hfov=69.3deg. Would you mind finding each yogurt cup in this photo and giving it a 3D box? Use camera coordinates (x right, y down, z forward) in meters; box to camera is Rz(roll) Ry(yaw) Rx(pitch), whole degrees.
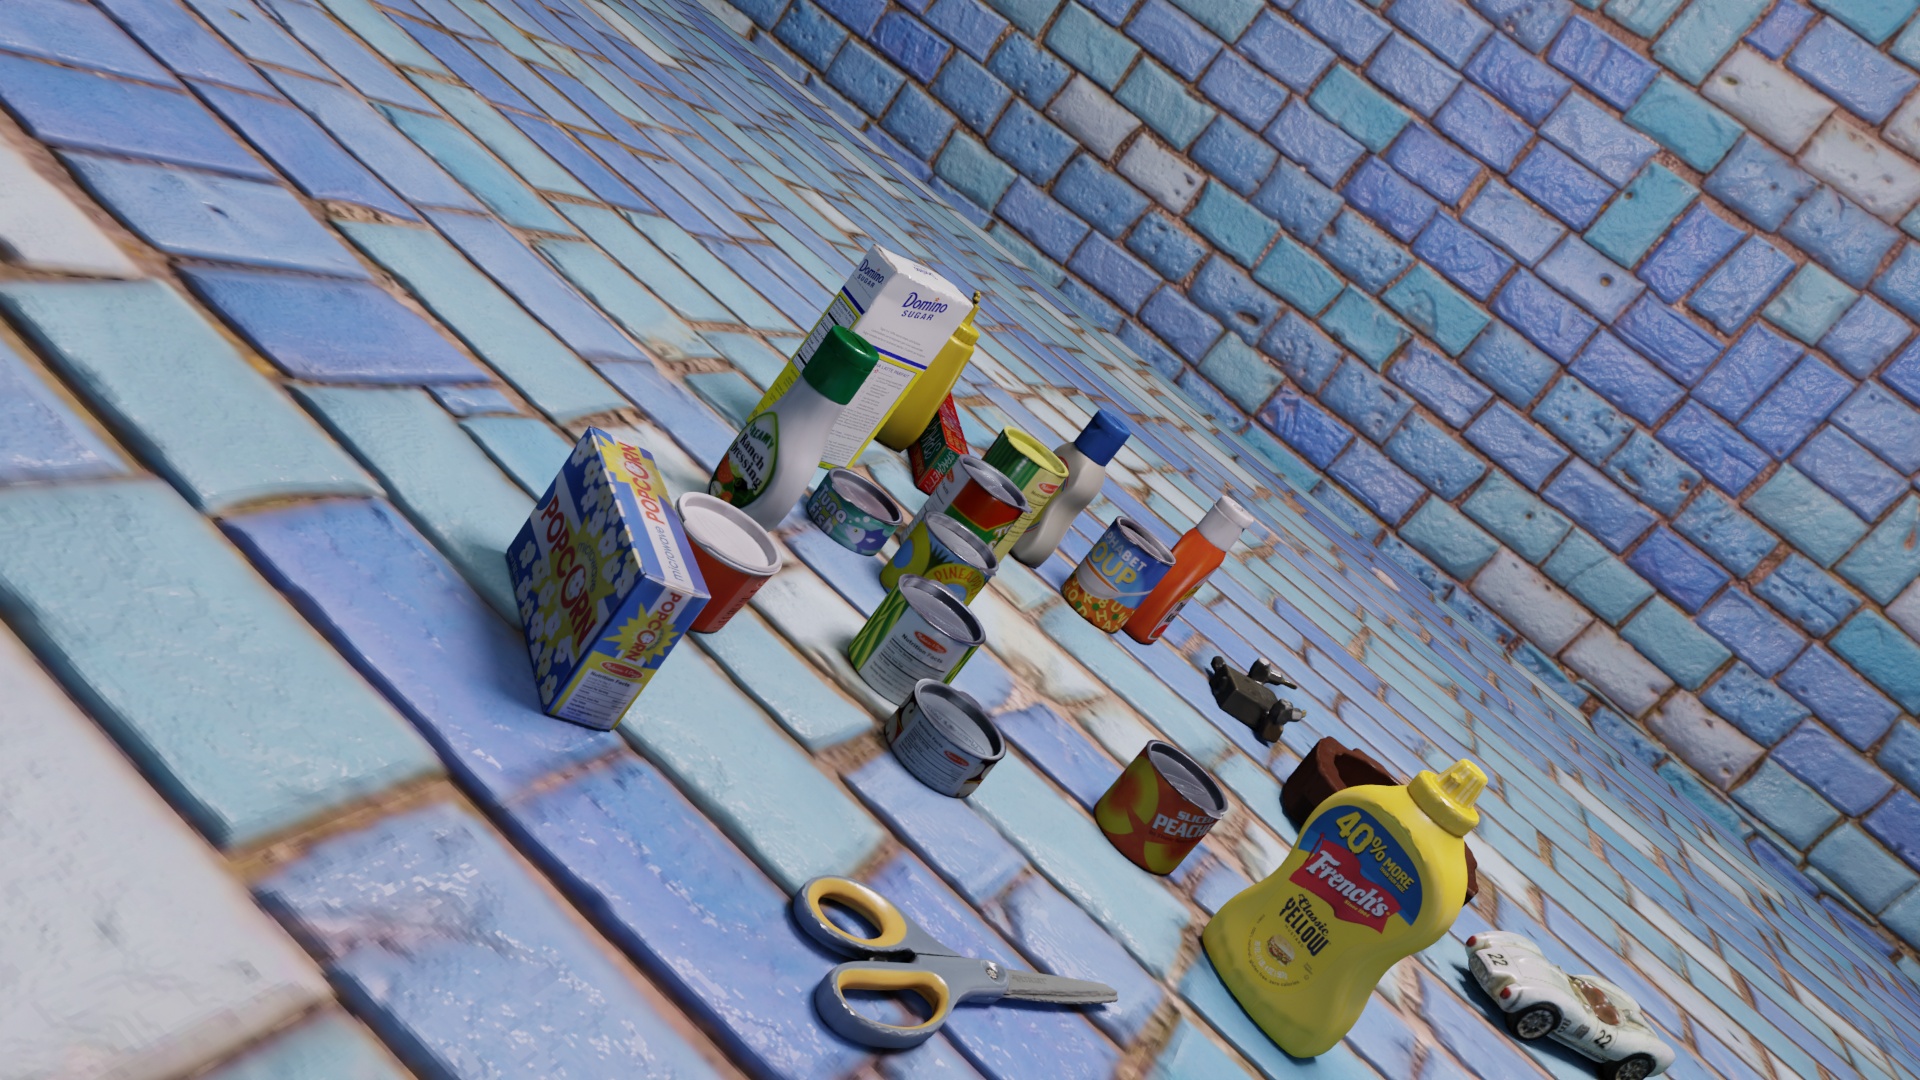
[{"bbox_3d":[-0.141,0.014,0.773,0.072,0.053,0.072,34,17,-12],"label":"yogurt cup"}]

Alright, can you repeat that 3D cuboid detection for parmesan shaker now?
[{"bbox_3d":[0.031,-0.036,1.157,0.071,0.102,0.071,34,17,-12],"label":"parmesan shaker"}]

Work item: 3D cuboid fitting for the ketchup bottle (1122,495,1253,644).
[{"bbox_3d":[0.204,0.026,1.260,0.043,0.148,0.065,42,17,14],"label":"ketchup bottle"}]

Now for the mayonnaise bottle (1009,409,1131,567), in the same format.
[{"bbox_3d":[0.092,-0.049,1.233,0.041,0.147,0.065,24,22,-39],"label":"mayonnaise bottle"}]

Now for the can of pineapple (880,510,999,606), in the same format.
[{"bbox_3d":[-0.015,0.022,0.994,0.071,0.057,0.071,34,17,-12],"label":"can of pineapple"}]

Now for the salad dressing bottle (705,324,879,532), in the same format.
[{"bbox_3d":[-0.108,-0.071,0.898,0.044,0.147,0.064,20,24,-46],"label":"salad dressing bottle"}]

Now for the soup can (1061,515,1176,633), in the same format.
[{"bbox_3d":[0.137,0.030,1.229,0.071,0.083,0.071,34,17,-12],"label":"soup can"}]

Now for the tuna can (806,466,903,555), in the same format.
[{"bbox_3d":[-0.079,-0.022,1.021,0.071,0.032,0.071,34,18,-12],"label":"tuna can"}]

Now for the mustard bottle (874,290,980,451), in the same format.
[{"bbox_3d":[-0.026,-0.157,1.259,0.049,0.159,0.065,29,19,-26],"label":"mustard bottle"}]

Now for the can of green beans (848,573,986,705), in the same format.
[{"bbox_3d":[-0.027,0.064,0.864,0.071,0.057,0.071,34,17,-12],"label":"can of green beans"}]

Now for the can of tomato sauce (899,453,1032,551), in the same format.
[{"bbox_3d":[0.004,-0.014,1.079,0.071,0.083,0.071,34,17,-12],"label":"can of tomato sauce"}]

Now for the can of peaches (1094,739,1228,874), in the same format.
[{"bbox_3d":[0.129,0.173,0.891,0.071,0.058,0.071,34,17,-12],"label":"can of peaches"}]

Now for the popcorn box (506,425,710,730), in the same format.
[{"bbox_3d":[-0.170,0.016,0.659,0.038,0.085,0.127,24,22,-39],"label":"popcorn box"}]

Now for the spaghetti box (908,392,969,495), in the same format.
[{"bbox_3d":[-0.028,-0.112,1.323,0.028,0.050,0.251,31,18,-20],"label":"spaghetti box"}]

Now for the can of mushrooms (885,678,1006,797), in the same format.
[{"bbox_3d":[-0.008,0.115,0.811,0.071,0.033,0.071,34,18,-12],"label":"can of mushrooms"}]
